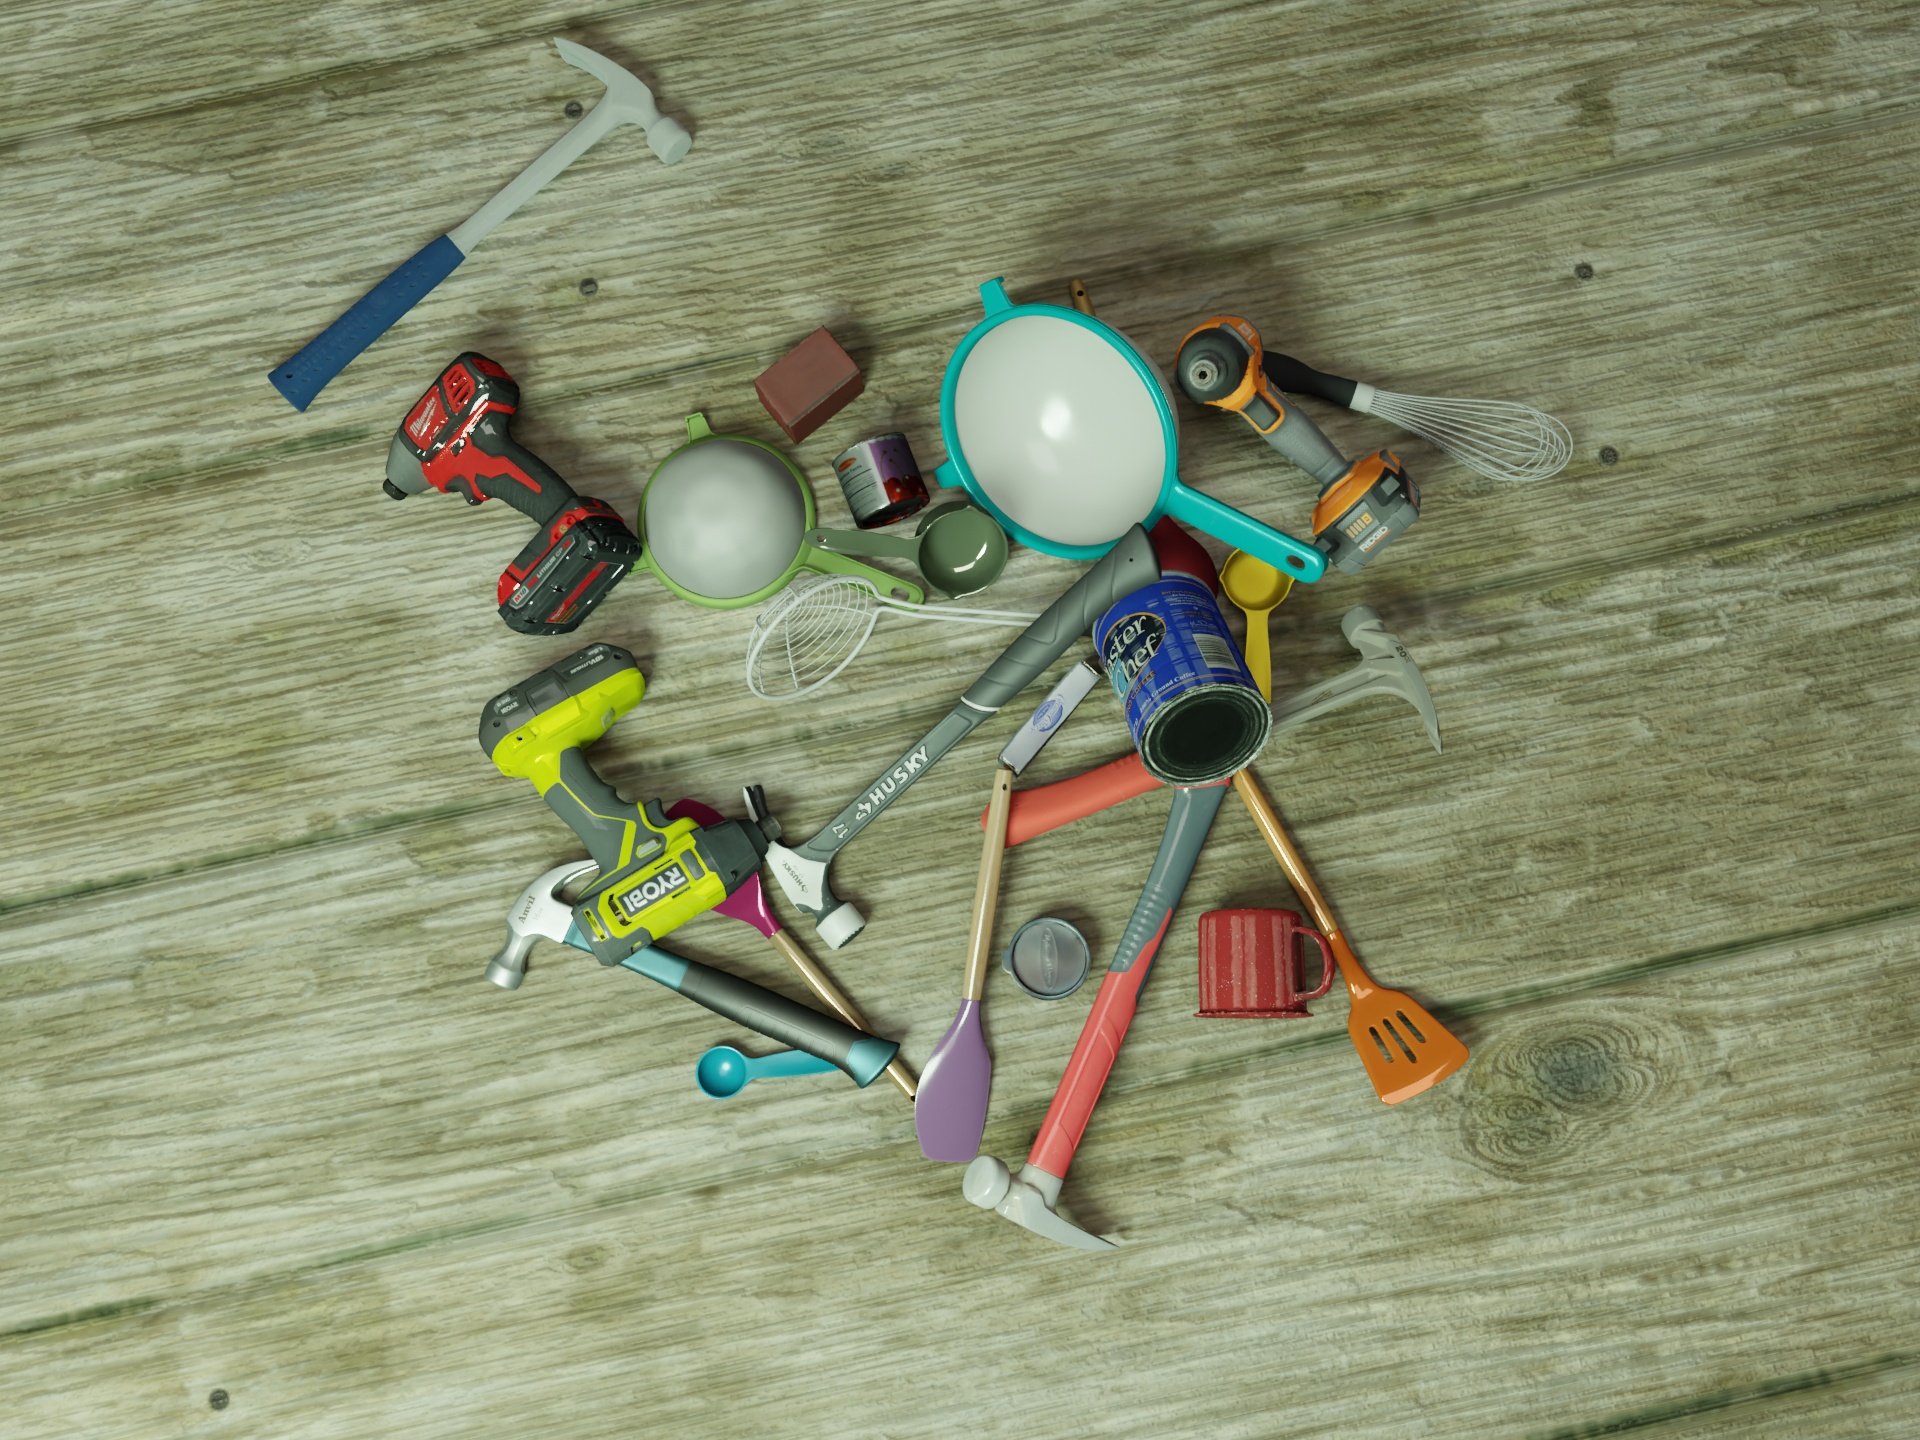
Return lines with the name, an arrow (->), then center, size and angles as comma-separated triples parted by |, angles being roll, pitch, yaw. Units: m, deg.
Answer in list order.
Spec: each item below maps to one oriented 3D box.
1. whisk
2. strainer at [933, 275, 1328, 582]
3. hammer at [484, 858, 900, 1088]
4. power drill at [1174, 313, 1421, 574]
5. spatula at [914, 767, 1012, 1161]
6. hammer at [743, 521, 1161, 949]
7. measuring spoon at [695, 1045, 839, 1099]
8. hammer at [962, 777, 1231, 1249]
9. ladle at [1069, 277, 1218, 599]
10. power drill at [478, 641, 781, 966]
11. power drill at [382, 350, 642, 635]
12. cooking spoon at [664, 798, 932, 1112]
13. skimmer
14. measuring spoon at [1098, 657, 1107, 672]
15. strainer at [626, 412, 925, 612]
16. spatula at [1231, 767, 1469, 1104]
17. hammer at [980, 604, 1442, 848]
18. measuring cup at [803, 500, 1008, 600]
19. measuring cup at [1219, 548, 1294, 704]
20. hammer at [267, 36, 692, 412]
whisk -> 0.366, -0.259, 1.324 | 0.284, 0.070, 0.070 | 18, 83, 8
strainer -> 0.148, -0.211, 1.259 | 0.340, 0.210, 0.095 | 30, 43, 15
hammer -> -0.207, 0.210, 1.264 | 0.331, 0.033, 0.128 | 22, 83, 7
power drill -> 0.259, -0.224, 1.256 | 0.226, 0.164, 0.084 | 45, 115, -2
spatula -> 0.010, 0.194, 1.256 | 0.059, 0.018, 0.316 | 9, 92, -16
hammer -> -0.002, -0.004, 1.241 | 0.409, 0.036, 0.149 | -43, 80, 14
measuring spoon -> -0.147, 0.278, 1.275 | 0.128, 0.021, 0.042 | -5, 69, -9
hammer -> 0.138, 0.219, 1.254 | 0.143, 0.038, 0.386 | 33, 75, -28
ladle -> 0.144, -0.227, 1.334 | 0.069, 0.031, 0.315 | -17, 81, 1
power drill -> -0.262, 0.058, 1.254 | 0.171, 0.080, 0.223 | -31, 77, -16
power drill -> -0.377, -0.179, 1.300 | 0.143, 0.078, 0.220 | -44, 78, 14
cooking spoon -> -0.132, 0.191, 1.282 | 0.068, 0.017, 0.319 | -43, 84, 11
skimmer -> 0.014, -0.060, 1.273 | 0.363, 0.127, 0.090 | 3, 54, -3
measuring spoon -> 0.172, -0.027, 1.314 | 0.124, 0.018, 0.034 | 22, 87, 10
strainer -> -0.148, -0.150, 1.303 | 0.256, 0.069, 0.151 | 23, 83, 5
spatula -> 0.287, 0.147, 1.274 | 0.081, 0.041, 0.323 | -28, 82, -6
hammer -> 0.188, 0.030, 1.252 | 0.359, 0.036, 0.149 | -23, 45, 7
measuring cup -> -0.045, -0.147, 1.294 | 0.167, 0.038, 0.083 | 5, 117, -11
measuring cup -> 0.243, -0.068, 1.316 | 0.062, 0.029, 0.156 | -1, 94, 0
hammer -> -0.427, -0.416, 1.358 | 0.405, 0.035, 0.144 | -43, 84, -5
